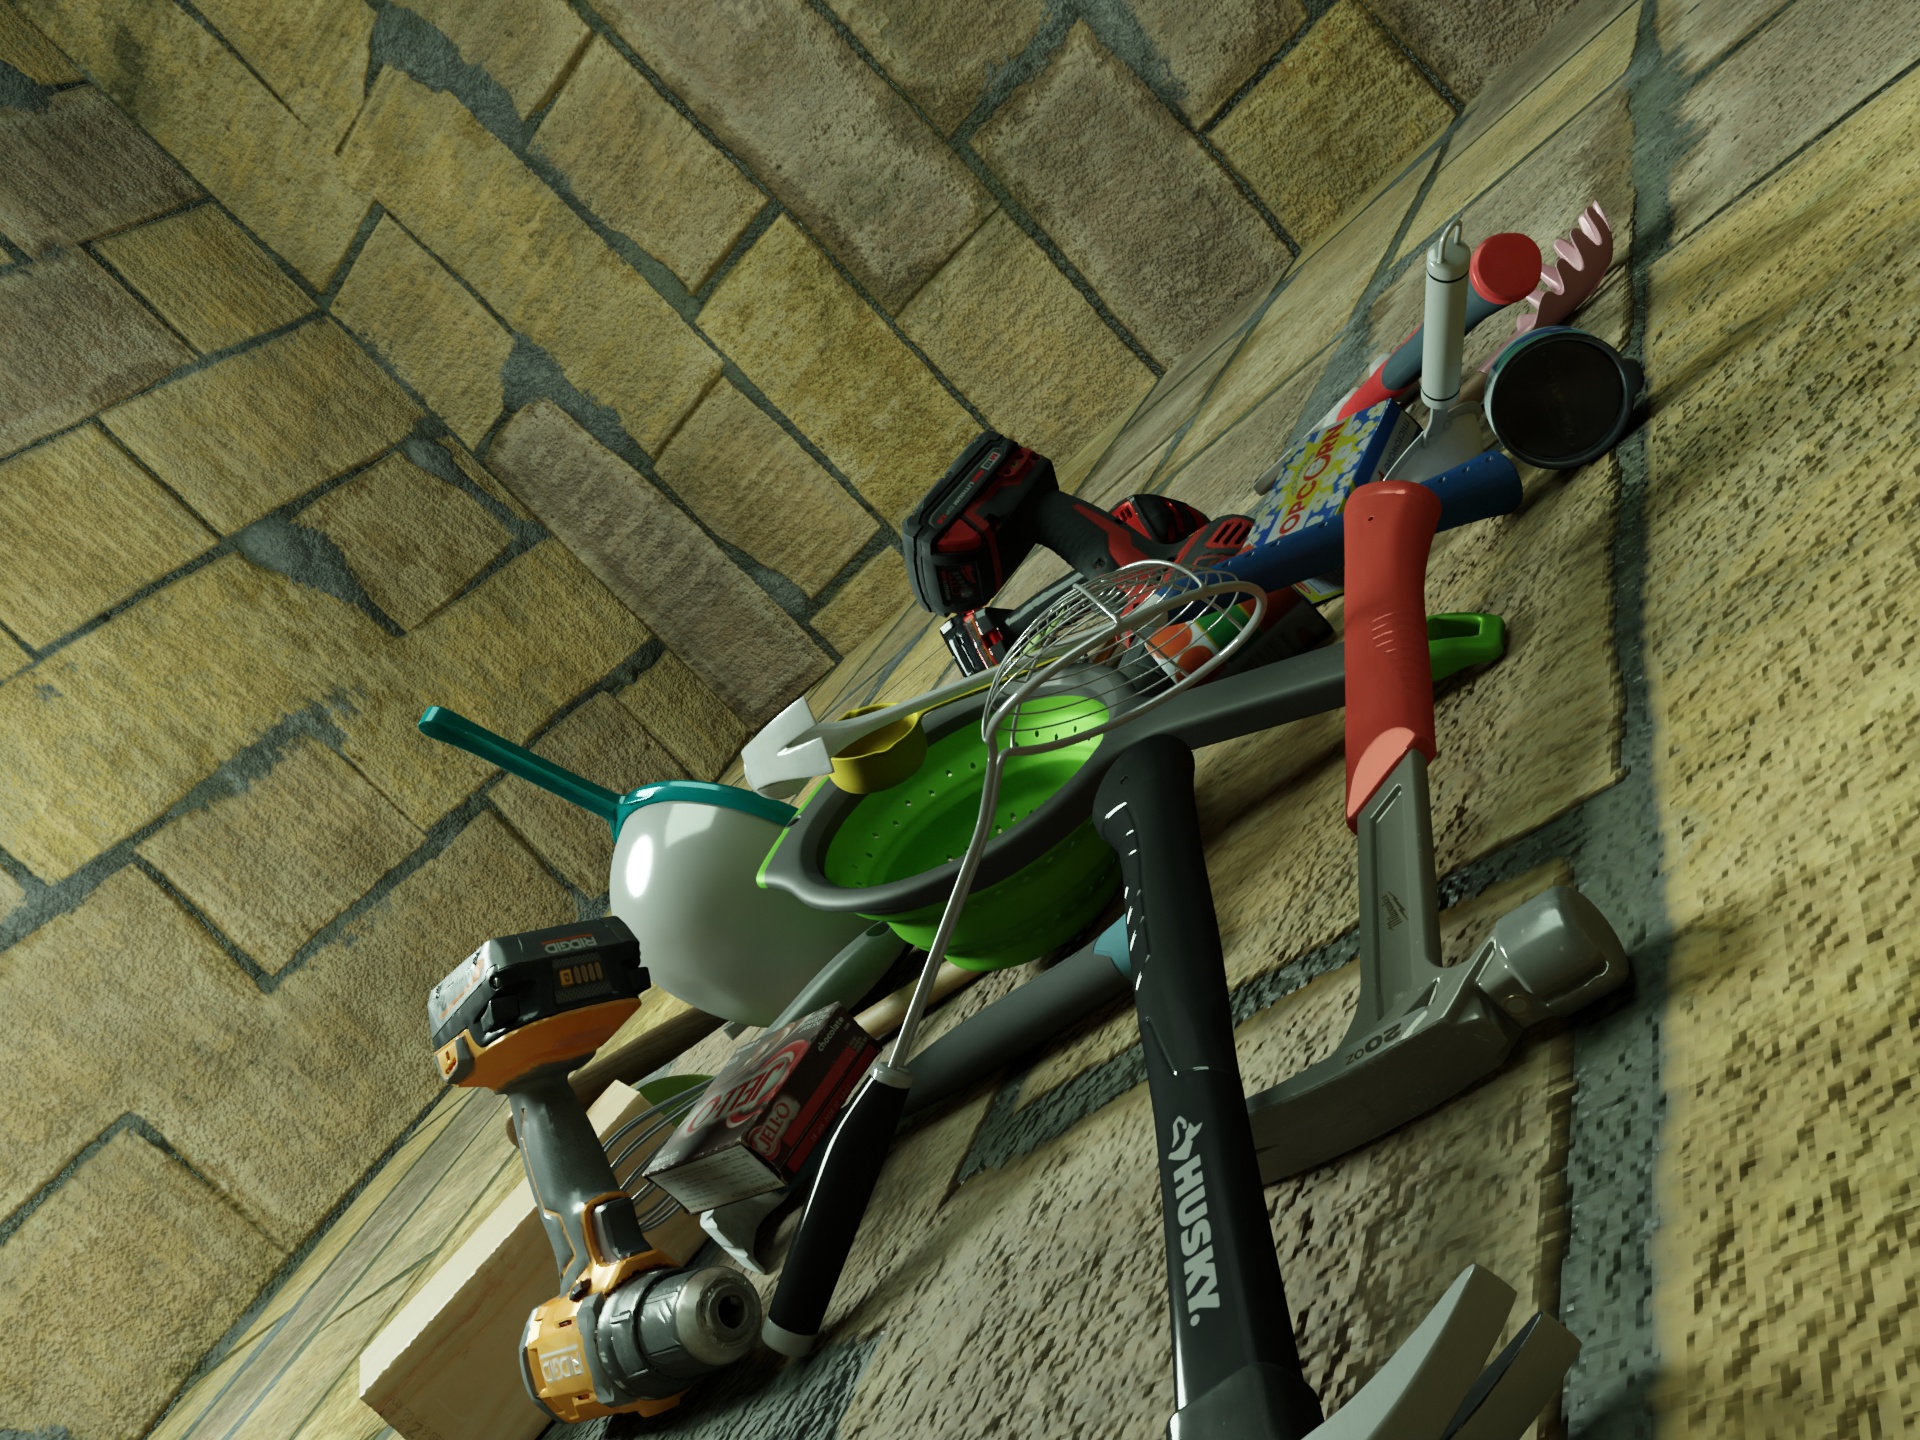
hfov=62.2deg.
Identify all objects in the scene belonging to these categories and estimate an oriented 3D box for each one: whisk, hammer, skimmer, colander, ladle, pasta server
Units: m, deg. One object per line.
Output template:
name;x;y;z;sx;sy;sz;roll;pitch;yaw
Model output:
whisk;-0.116;0.194;0.886;0.239;0.055;0.055;-42;7;-21
hammer;-0.018;0.173;0.769;0.331;0.033;0.128;-39;9;34
hammer;0.154;0.009;0.598;0.149;0.036;0.359;-39;18;31
skimmer;0.018;0.101;0.653;0.363;0.090;0.127;-69;-22;-1
colander;0.085;0.042;0.791;0.397;0.094;0.205;-18;24;31
hammer;0.073;0.099;0.472;0.146;0.035;0.335;-43;20;23
hammer;0.274;-0.216;1.009;0.143;0.038;0.386;-44;-2;0
hammer;-0.190;0.214;1.095;0.130;0.031;0.331;-44;-10;28
hammer;0.088;-0.049;0.766;0.405;0.035;0.144;-21;-2;-10
ladle;-0.087;0.189;0.955;0.320;0.062;0.078;-36;-9;31
pasta server;0.309;-0.202;1.009;0.316;0.040;0.060;-46;-3;-4

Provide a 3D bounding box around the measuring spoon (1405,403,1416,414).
measuring spoon;0.260;-0.169;1.063;0.124;0.018;0.034;-53;-3;42

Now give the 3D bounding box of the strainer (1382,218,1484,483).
strainer;0.243;-0.161;0.805;0.087;0.050;0.258;-41;-28;-7

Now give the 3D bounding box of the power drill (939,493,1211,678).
power drill;0.104;-0.098;1.265;0.219;0.079;0.143;-36;-17;27

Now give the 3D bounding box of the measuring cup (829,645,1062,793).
measuring cup;-0.001;-0.003;0.855;0.156;0.029;0.062;-23;27;-14

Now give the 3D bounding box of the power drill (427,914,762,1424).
power drill;-0.171;0.211;0.752;0.084;0.226;0.185;-7;-19;-39

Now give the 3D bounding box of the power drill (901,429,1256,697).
power drill;0.072;-0.080;1.018;0.188;0.227;0.080;-53;-27;-26

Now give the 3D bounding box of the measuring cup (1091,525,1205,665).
measuring cup;0.139;-0.061;1.091;0.174;0.052;0.095;-52;11;-29

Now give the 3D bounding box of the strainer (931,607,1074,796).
strainer;0.027;0.038;1.139;0.151;0.069;0.256;-57;1;-29

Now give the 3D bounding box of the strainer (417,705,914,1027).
strainer;-0.193;0.105;0.990;0.211;0.340;0.095;-42;23;55
